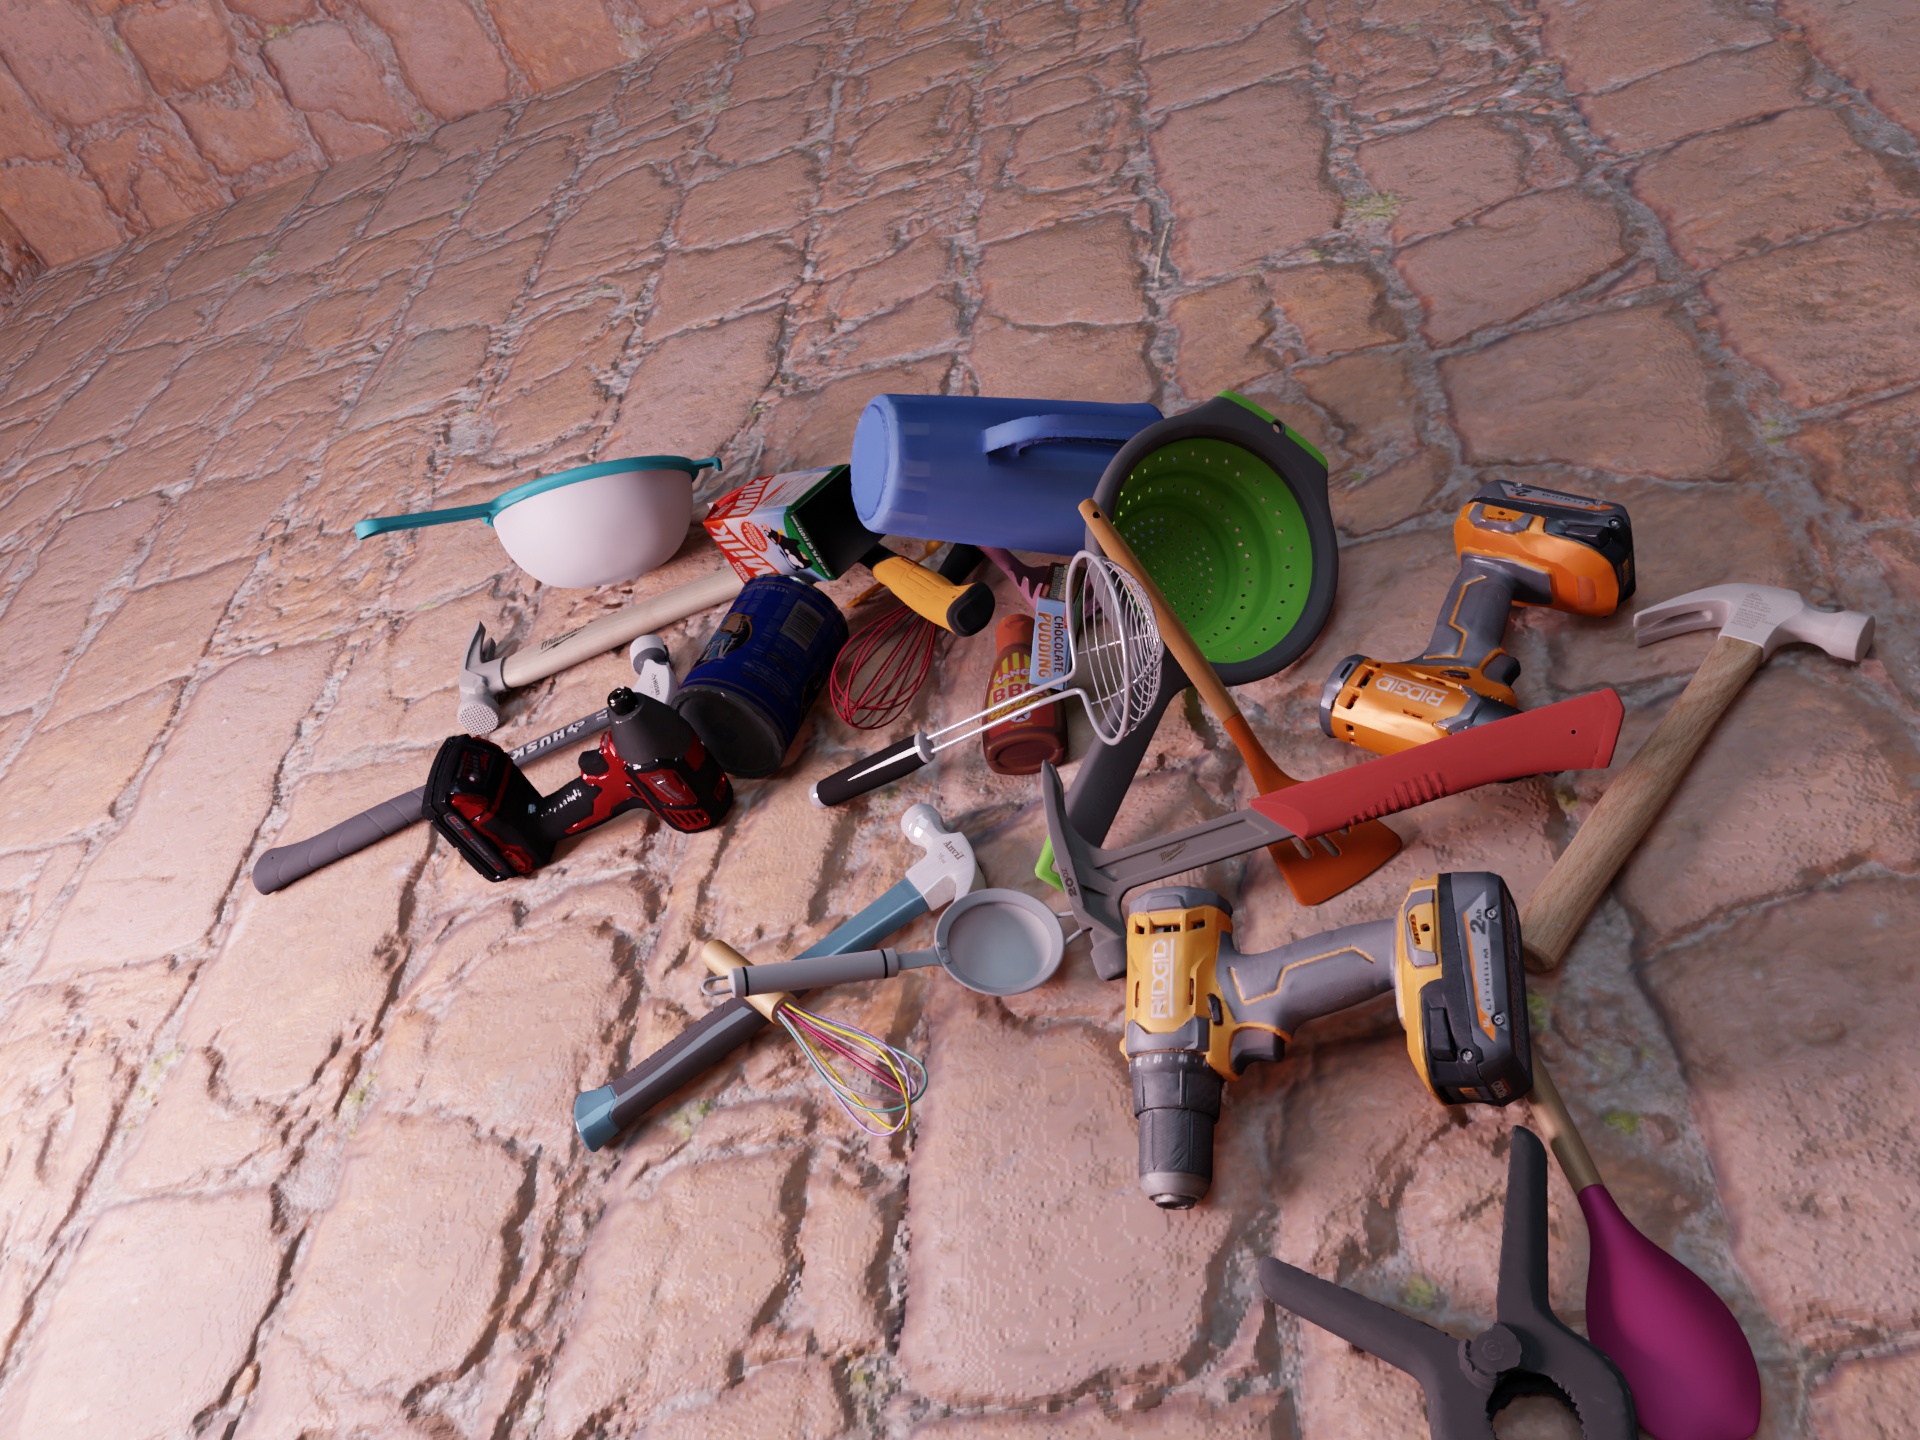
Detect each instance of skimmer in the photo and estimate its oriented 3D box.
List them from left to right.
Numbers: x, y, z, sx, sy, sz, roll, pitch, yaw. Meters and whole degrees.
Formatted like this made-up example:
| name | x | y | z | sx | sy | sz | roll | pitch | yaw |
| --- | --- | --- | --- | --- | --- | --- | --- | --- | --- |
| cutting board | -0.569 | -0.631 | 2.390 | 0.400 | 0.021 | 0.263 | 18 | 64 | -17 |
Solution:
| name | x | y | z | sx | sy | sz | roll | pitch | yaw |
| --- | --- | --- | --- | --- | --- | --- | --- | --- | --- |
| skimmer | -0.002 | -0.004 | 1.111 | 0.363 | 0.090 | 0.127 | -25 | 70 | 38 |

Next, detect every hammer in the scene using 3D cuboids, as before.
| name | x | y | z | sx | sy | sz | roll | pitch | yaw |
| --- | --- | --- | --- | --- | --- | --- | --- | --- | --- |
| hammer | -0.435 | 0.057 | 1.402 | 0.409 | 0.036 | 0.149 | -25 | 41 | 1 |
| hammer | -0.282 | -0.110 | 1.504 | 0.410 | 0.038 | 0.146 | -21 | 39 | 5 |
| hammer | -0.124 | 0.185 | 1.106 | 0.331 | 0.033 | 0.128 | -34 | 40 | -11 |
| hammer | -0.055 | -0.115 | 1.295 | 0.127 | 0.034 | 0.337 | -37 | 24 | -7 |
| hammer | 0.233 | 0.043 | 1.006 | 0.359 | 0.036 | 0.149 | -19 | 74 | 12 |
| hammer | 0.433 | 0.028 | 0.993 | 0.130 | 0.031 | 0.331 | 23 | 60 | 41 |

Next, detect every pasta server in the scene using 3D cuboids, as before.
| name | x | y | z | sx | sy | sz | roll | pitch | yaw |
| --- | --- | --- | --- | --- | --- | --- | --- | --- | --- |
| pasta server | 0.008 | -0.173 | 1.364 | 0.060 | 0.040 | 0.316 | -12 | 45 | -41 |

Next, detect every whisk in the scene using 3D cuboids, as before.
| name | x | y | z | sx | sy | sz | roll | pitch | yaw |
| --- | --- | --- | --- | --- | --- | --- | --- | --- | --- |
| whisk | -0.101 | 0.192 | 1.024 | 0.051 | 0.047 | 0.245 | -43 | 38 | -18 |
| whisk | -0.028 | -0.096 | 1.345 | 0.073 | 0.073 | 0.296 | 5 | 44 | 31 |

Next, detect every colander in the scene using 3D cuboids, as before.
| name | x | y | z | sx | sy | sz | roll | pitch | yaw |
| --- | --- | --- | --- | --- | --- | --- | --- | --- | --- |
| colander | 0.139 | -0.052 | 1.181 | 0.397 | 0.204 | 0.094 | -63 | 14 | -16 |

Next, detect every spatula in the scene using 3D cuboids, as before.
| name | x | y | z | sx | sy | sz | roll | pitch | yaw |
| --- | --- | --- | --- | --- | --- | --- | --- | --- | --- |
| spatula | 0.173 | -0.024 | 1.079 | 0.081 | 0.041 | 0.323 | -31 | 77 | -7 |

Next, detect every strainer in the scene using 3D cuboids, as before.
| name | x | y | z | sx | sy | sz | roll | pitch | yaw |
| --- | --- | --- | --- | --- | --- | --- | --- | --- | --- |
| strainer | -0.391 | -0.167 | 1.493 | 0.340 | 0.095 | 0.211 | -16 | 0 | -41 |
| strainer | -0.039 | 0.157 | 1.033 | 0.258 | 0.050 | 0.087 | -5 | 45 | -16 |

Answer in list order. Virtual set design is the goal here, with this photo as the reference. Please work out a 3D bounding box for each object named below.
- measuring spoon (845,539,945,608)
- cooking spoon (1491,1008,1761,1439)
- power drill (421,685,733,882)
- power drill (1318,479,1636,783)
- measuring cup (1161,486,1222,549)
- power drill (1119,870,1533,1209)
| name | x | y | z | sx | sy | sz | roll | pitch | yaw |
| --- | --- | --- | --- | --- | --- | --- | --- | --- | --- |
| measuring spoon | -0.060 | -0.130 | 1.398 | 0.117 | 0.011 | 0.021 | -30 | 14 | 29 |
| cooking spoon | 0.322 | 0.228 | 0.842 | 0.069 | 0.017 | 0.319 | -21 | 40 | 7 |
| power drill | -0.306 | 0.046 | 1.266 | 0.219 | 0.143 | 0.079 | -15 | 44 | 16 |
| power drill | 0.370 | -0.053 | 1.079 | 0.164 | 0.084 | 0.226 | 22 | 62 | 39 |
| measuring cup | 0.178 | -0.212 | 1.376 | 0.083 | 0.038 | 0.168 | -18 | 42 | 9 |
| power drill | 0.198 | 0.179 | 0.896 | 0.226 | 0.084 | 0.185 | -9 | 58 | 26 |
